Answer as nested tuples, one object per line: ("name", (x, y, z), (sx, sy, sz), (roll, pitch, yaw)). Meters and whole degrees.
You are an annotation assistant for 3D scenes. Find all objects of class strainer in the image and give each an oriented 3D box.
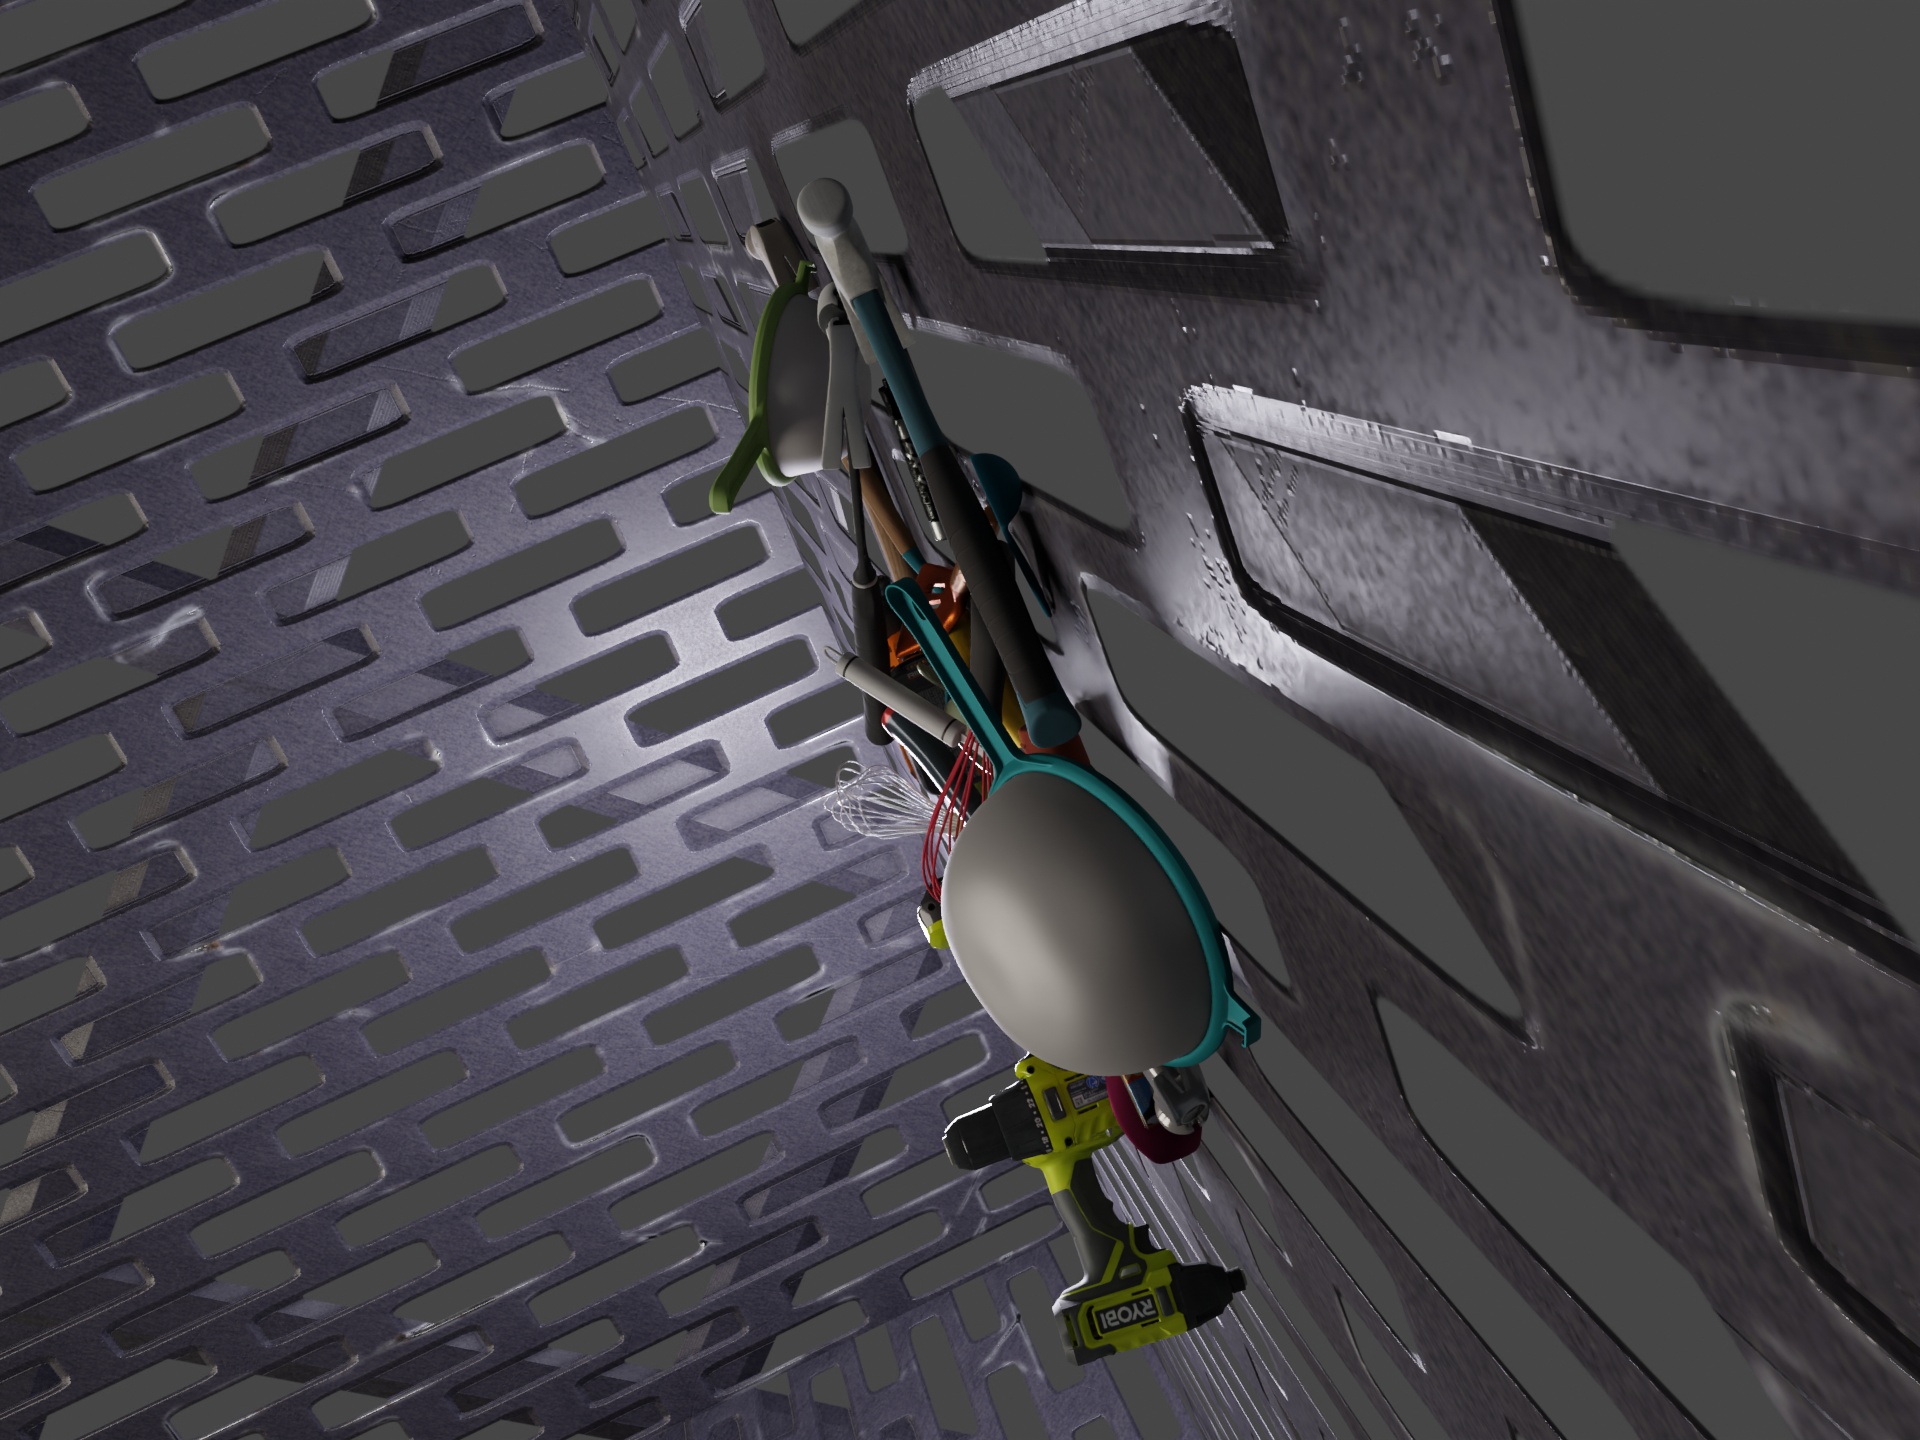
("strainer", (0.022, 0.077, 0.941), (0.340, 0.095, 0.211), (59, 152, 2))
("strainer", (0.003, 0.011, 1.129), (0.258, 0.050, 0.086), (32, 155, 18))
("strainer", (-0.114, -0.217, 1.149), (0.257, 0.069, 0.151), (-73, -14, -51))

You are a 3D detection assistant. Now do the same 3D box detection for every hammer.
("hammer", (0.051, 0.120, 1.144), (0.387, 0.038, 0.143), (53, 174, 27))
("hammer", (-0.103, -0.268, 1.367), (0.130, 0.031, 0.331), (-129, 16, -70))
("hammer", (-0.070, -0.113, 1.176), (0.408, 0.036, 0.149), (88, 179, -52))
("hammer", (-0.010, -0.139, 0.904), (0.128, 0.033, 0.331), (48, -161, -79))

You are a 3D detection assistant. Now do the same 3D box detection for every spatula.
("spatula", (-0.006, -0.103, 1.105), (0.322, 0.041, 0.081), (128, 158, -80))
("spatula", (-0.065, -0.156, 1.304), (0.317, 0.044, 0.082), (59, -166, -1))

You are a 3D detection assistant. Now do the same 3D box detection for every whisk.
("whisk", (-0.024, 0.090, 1.476), (0.284, 0.070, 0.070), (21, -146, -52))
("whisk", (0.015, 0.017, 1.041), (0.073, 0.073, 0.295), (-122, 30, -53))

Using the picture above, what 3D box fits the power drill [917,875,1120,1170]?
("power drill", (0.050, 0.227, 1.252), (0.080, 0.190, 0.229), (81, 168, -69))

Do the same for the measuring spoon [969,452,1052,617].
("measuring spoon", (0.037, -0.103, 0.895), (0.128, 0.021, 0.042), (59, -172, -47))

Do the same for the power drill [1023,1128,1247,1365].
("power drill", (0.146, 0.442, 1.431), (0.080, 0.171, 0.223), (81, 172, -68))

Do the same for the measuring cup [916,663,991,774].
("measuring cup", (-0.002, -0.004, 1.206), (0.083, 0.038, 0.167), (55, -167, 31))

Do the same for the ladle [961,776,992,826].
("ladle", (0.076, 0.167, 1.529), (0.078, 0.062, 0.319), (44, 167, 50))

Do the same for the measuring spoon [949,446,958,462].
("measuring spoon", (-0.005, -0.130, 0.985), (0.124, 0.018, 0.034), (-105, 20, -49))

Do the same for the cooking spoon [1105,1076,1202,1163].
("cooking spoon", (0.108, 0.178, 1.209), (0.017, 0.068, 0.319), (123, 129, -68))

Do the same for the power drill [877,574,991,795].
("power drill", (-0.038, -0.039, 1.476), (0.227, 0.084, 0.164), (-119, 7, -68))
